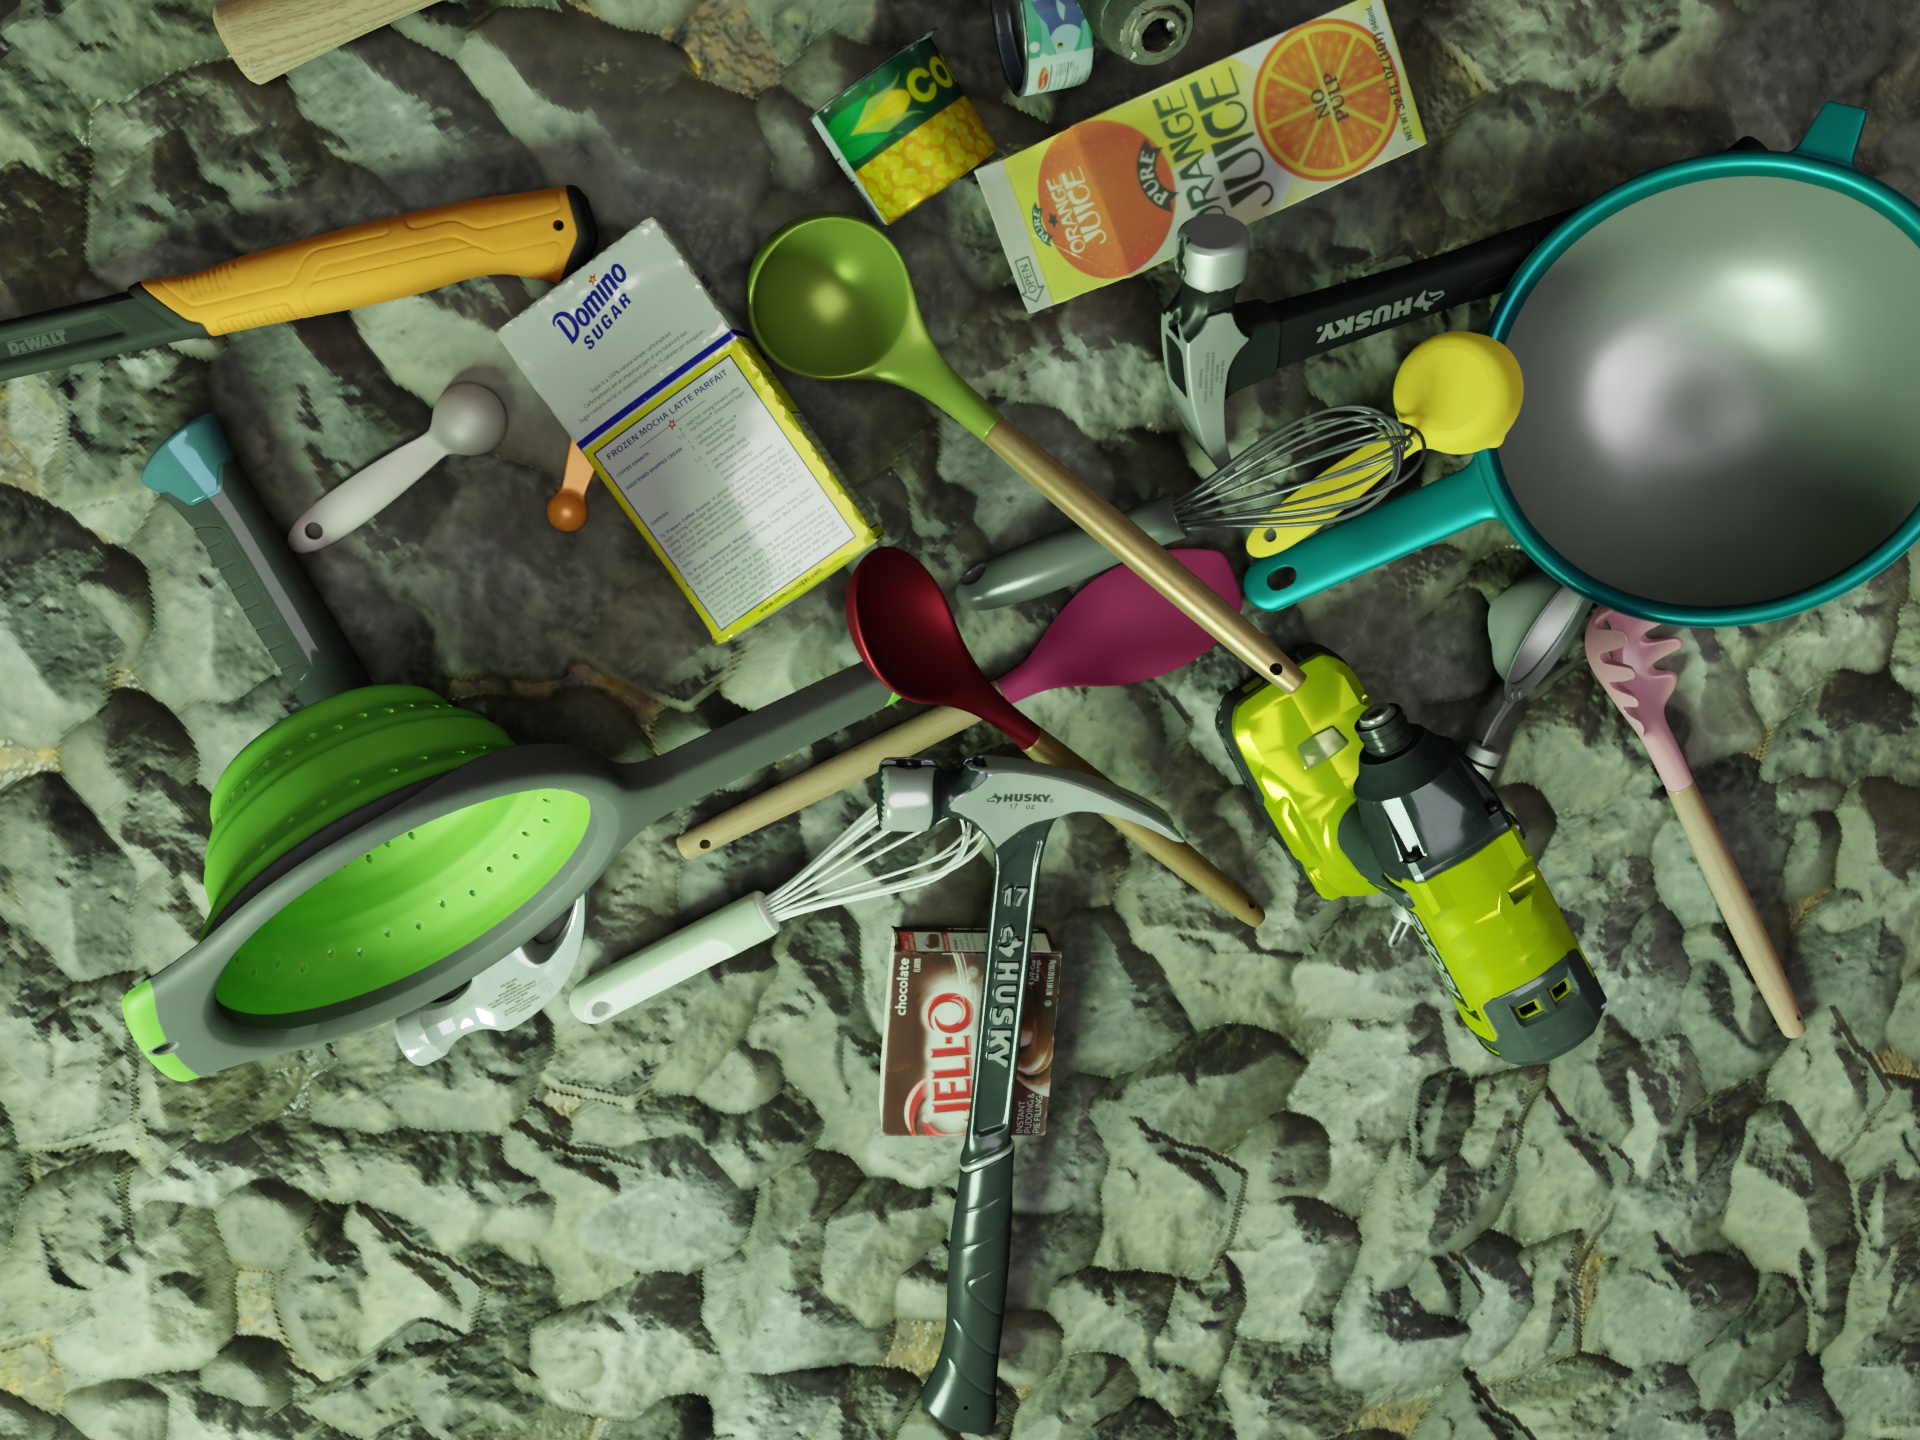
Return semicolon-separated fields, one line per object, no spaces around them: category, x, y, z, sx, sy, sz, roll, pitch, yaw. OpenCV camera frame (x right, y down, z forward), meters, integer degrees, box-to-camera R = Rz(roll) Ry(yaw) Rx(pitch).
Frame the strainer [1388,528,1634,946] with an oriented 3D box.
strainer;0.281;0.010;0.853;0.050;0.086;0.258;30;110;31

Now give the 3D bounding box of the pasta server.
pasta server;0.417;0.057;0.885;0.060;0.040;0.316;-43;111;-29

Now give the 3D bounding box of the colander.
colander;-0.190;0.018;0.731;0.397;0.204;0.094;-27;71;-27

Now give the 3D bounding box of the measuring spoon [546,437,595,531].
measuring spoon;-0.176;-0.146;0.764;0.021;0.011;0.117;17;101;-12

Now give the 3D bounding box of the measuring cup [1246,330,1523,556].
measuring cup;0.197;-0.127;0.767;0.156;0.029;0.062;-38;75;28

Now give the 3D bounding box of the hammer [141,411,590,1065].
hammer;-0.291;0.009;0.774;0.128;0.033;0.330;-26;108;0

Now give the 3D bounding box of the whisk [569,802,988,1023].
whisk;-0.093;0.096;0.823;0.246;0.059;0.057;-27;134;4

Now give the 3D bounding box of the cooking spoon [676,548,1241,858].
cooking spoon;-0.001;-0.003;0.820;0.319;0.017;0.068;-26;118;1

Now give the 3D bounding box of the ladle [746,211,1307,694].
ladle;0.033;-0.117;0.734;0.320;0.062;0.078;40;108;3

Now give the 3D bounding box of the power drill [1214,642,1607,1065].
power drill;0.203;0.044;0.755;0.080;0.223;0.171;-32;106;1

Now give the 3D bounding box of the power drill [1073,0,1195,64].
power drill;0.130;-0.349;0.666;0.226;0.188;0.080;-10;147;-11

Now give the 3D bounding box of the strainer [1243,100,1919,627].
strainer;0.305;-0.127;0.778;0.340;0.095;0.211;-23;82;28

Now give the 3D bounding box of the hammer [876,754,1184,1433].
hammer;0.020;0.209;0.832;0.149;0.036;0.408;1;112;-8

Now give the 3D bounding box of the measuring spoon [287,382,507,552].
measuring spoon;-0.270;-0.116;0.755;0.124;0.018;0.034;-35;107;3

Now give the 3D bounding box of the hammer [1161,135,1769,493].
hammer;0.253;-0.215;0.773;0.334;0.035;0.146;-19;142;-11

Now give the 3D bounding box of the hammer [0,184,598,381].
hammer;-0.334;-0.199;0.718;0.337;0.034;0.127;-13;107;-4

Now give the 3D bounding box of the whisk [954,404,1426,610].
whisk;0.104;-0.096;0.766;0.239;0.055;0.055;-18;108;21

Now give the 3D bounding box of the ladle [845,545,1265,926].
ladle;0.054;0.022;0.808;0.315;0.031;0.069;39;54;-26

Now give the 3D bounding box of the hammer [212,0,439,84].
hammer;-0.167;-0.360;0.700;0.331;0.031;0.130;-24;106;-1
